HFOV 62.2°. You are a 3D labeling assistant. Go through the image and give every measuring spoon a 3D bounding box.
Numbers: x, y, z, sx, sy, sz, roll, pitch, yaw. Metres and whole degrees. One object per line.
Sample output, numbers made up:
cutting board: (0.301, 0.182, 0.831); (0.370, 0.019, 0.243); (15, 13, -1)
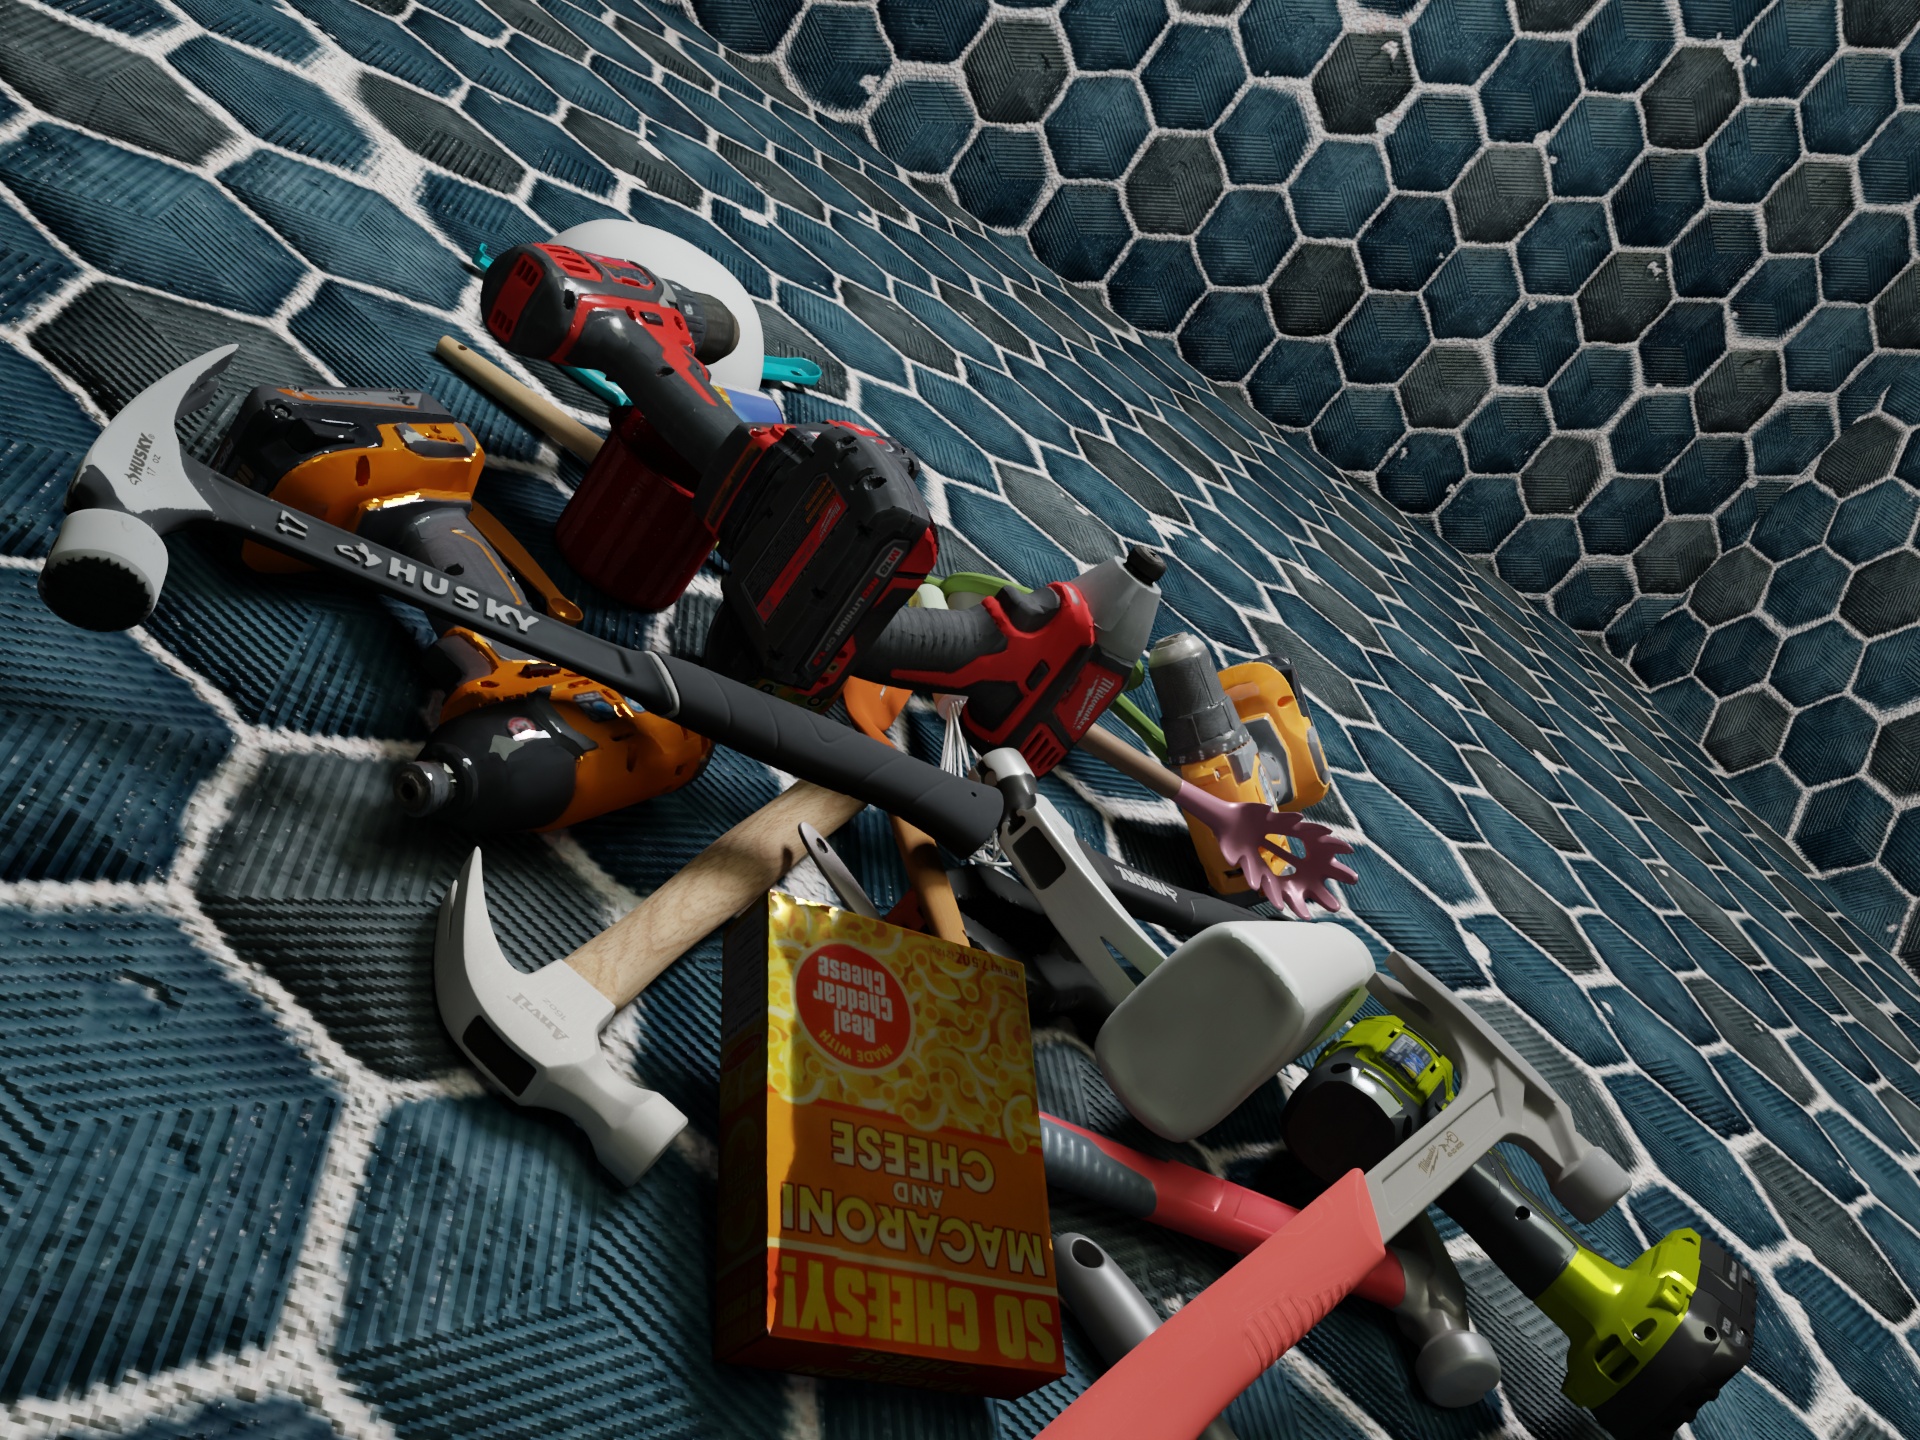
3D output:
measuring spoon: (-0.034, 0.094, 0.748); (0.124, 0.018, 0.034); (53, 19, -8)
measuring spoon: (-0.239, -0.086, 0.844); (0.117, 0.011, 0.021); (44, 22, 22)

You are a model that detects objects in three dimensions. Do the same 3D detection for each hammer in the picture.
hammer: (-0.112, 0.073, 0.700); (0.130, 0.031, 0.331); (40, 22, 3)
hammer: (0.086, 0.205, 0.736); (0.386, 0.038, 0.143); (27, 24, -25)
hammer: (0.139, 0.212, 0.649); (0.359, 0.036, 0.149); (-19, 55, -43)
hammer: (0.133, 0.114, 0.912); (0.334, 0.035, 0.146); (25, 26, -52)
hammer: (-0.144, -0.025, 0.658); (0.408, 0.036, 0.149); (24, 34, -32)

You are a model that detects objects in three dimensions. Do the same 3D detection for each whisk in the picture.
whisk: (0.108, 0.289, 0.598); (0.055, 0.055, 0.239); (10, 31, -49)
whisk: (-0.002, -0.003, 0.954); (0.059, 0.057, 0.247); (3, 40, -17)

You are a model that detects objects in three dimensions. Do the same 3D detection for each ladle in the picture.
ladle: (-0.187, -0.152, 0.986); (0.320, 0.062, 0.078); (35, 34, -1)

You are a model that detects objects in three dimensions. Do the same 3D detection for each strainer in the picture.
strainer: (0.073, -0.011, 1.101); (0.152, 0.069, 0.256); (16, -16, 45)
strainer: (-0.191, -0.310, 1.227); (0.211, 0.095, 0.340); (45, 25, 17)

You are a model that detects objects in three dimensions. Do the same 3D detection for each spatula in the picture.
spatula: (-0.027, 0.026, 0.833); (0.081, 0.041, 0.323); (62, 2, -31)

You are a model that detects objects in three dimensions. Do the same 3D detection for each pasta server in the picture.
pasta server: (0.113, 0.031, 0.974); (0.316, 0.060, 0.040); (31, 3, -19)

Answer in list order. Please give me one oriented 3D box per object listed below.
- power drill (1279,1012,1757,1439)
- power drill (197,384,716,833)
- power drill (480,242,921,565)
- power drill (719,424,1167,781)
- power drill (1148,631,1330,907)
power drill: (0.284, 0.241, 0.818); (0.229, 0.080, 0.190); (41, 21, 20)
power drill: (-0.228, -0.044, 0.691); (0.226, 0.084, 0.164); (47, 26, 12)
power drill: (-0.131, -0.176, 0.875); (0.227, 0.080, 0.188); (42, 23, 16)
power drill: (0.004, -0.055, 0.802); (0.219, 0.143, 0.079); (21, 26, -41)
power drill: (0.194, 0.012, 1.128); (0.185, 0.084, 0.226); (69, 23, -7)
